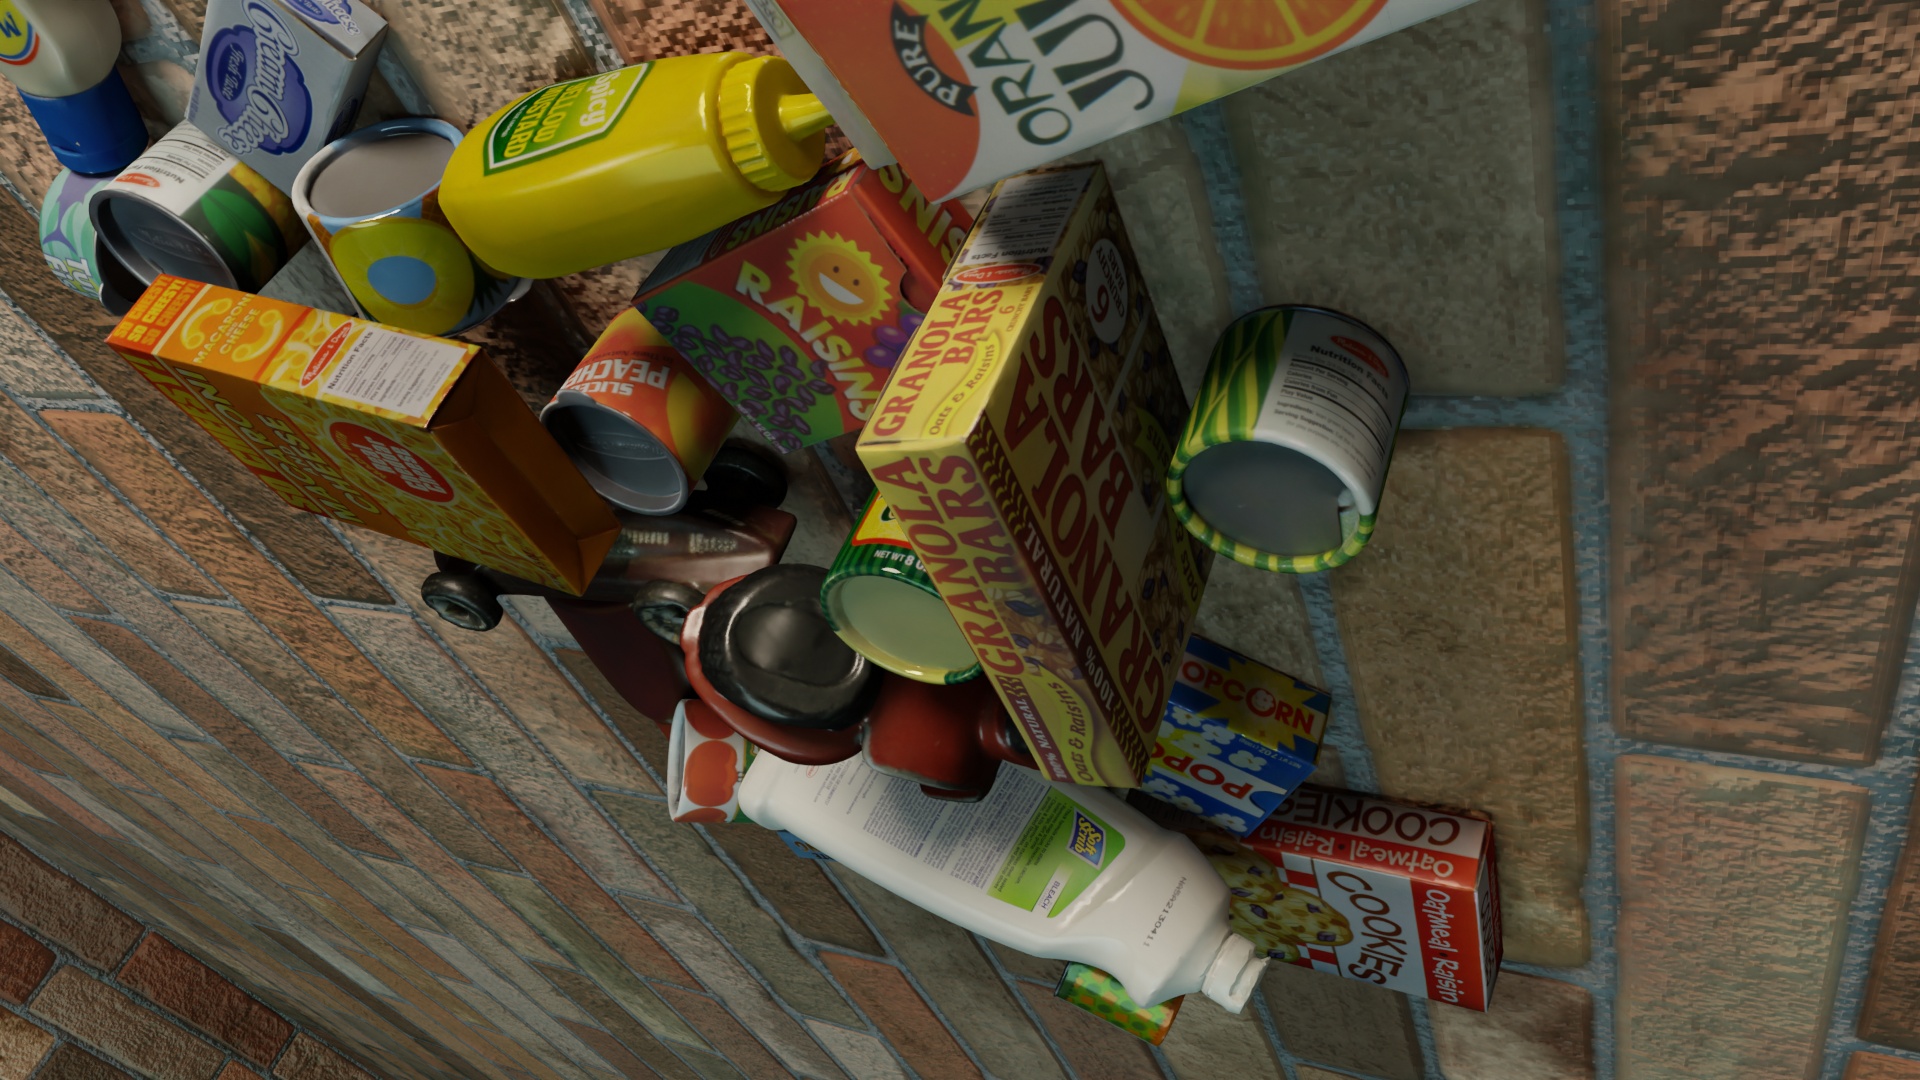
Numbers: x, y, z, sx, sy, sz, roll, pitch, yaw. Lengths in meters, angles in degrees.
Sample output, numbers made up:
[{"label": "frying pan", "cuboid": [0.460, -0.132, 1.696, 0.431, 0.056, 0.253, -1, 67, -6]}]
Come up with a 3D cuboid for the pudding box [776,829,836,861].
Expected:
[{"label": "pudding box", "cuboid": [-0.062, 0.164, 0.822, 0.083, 0.050, 0.030, -2, 136, 34]}]

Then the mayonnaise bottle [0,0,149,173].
[{"label": "mayonnaise bottle", "cuboid": [-0.353, -0.207, 0.520, 0.065, 0.041, 0.147, 17, 145, 9]}]

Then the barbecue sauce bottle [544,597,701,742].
[{"label": "barbecue sauce bottle", "cuboid": [-0.170, 0.066, 0.767, 0.065, 0.044, 0.147, 7, 142, 23]}]

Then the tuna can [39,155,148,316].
[{"label": "tuna can", "cuboid": [-0.357, -0.131, 0.599, 0.033, 0.071, 0.070, 17, 145, 14]}]

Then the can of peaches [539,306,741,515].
[{"label": "can of peaches", "cuboid": [-0.128, -0.055, 0.564, 0.071, 0.058, 0.071, 18, 145, 13]}]

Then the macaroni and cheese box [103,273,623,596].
[{"label": "macaroni and cheese box", "cuboid": [-0.236, -0.042, 0.561, 0.166, 0.040, 0.123, 15, 153, 22]}]

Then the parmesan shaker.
[{"label": "parmesan shaker", "cuboid": [0.002, -0.006, 0.505, 0.071, 0.103, 0.071, 17, 145, 12]}]

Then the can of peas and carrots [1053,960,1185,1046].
[{"label": "can of peas and carrots", "cuboid": [0.088, 0.213, 0.709, 0.059, 0.071, 0.070, 24, 146, 10]}]

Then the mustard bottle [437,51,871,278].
[{"label": "mustard bottle", "cuboid": [-0.094, -0.126, 0.447, 0.160, 0.065, 0.048, -5, 141, 29]}]

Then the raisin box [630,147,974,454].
[{"label": "raisin box", "cuboid": [-0.045, -0.083, 0.491, 0.123, 0.040, 0.086, -13, 129, 42]}]

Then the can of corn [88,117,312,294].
[{"label": "can of corn", "cuboid": [-0.308, -0.133, 0.574, 0.071, 0.058, 0.070, 17, 145, 12]}]

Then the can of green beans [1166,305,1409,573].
[{"label": "can of green beans", "cuboid": [0.105, -0.031, 0.446, 0.071, 0.058, 0.071, 17, 145, 13]}]

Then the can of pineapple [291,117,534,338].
[{"label": "can of pineapple", "cuboid": [-0.205, -0.118, 0.524, 0.071, 0.071, 0.057, 12, 144, 19]}]

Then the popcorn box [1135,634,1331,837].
[{"label": "popcorn box", "cuboid": [0.088, 0.077, 0.620, 0.127, 0.038, 0.084, 24, 145, 3]}]

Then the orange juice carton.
[{"label": "orange juice carton", "cuboid": [0.026, -0.144, 0.333, 0.192, 0.073, 0.071, -9, 133, 41]}]

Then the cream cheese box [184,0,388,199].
[{"label": "cream cheese box", "cuboid": [-0.252, -0.173, 0.516, 0.053, 0.024, 0.103, 37, 144, -17]}]

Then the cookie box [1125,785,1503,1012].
[{"label": "cookie box", "cuboid": [0.175, 0.168, 0.685, 0.167, 0.040, 0.122, 6, 141, 28]}]

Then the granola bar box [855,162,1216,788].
[{"label": "granola bar box", "cuboid": [0.035, -0.017, 0.451, 0.039, 0.125, 0.165, 1, 139, 30]}]

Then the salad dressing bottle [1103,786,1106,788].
[{"label": "salad dressing bottle", "cuboid": [0.059, 0.166, 0.754, 0.064, 0.044, 0.146, 17, 144, 16]}]

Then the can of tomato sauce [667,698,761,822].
[{"label": "can of tomato sauce", "cuboid": [-0.112, 0.118, 0.752, 0.083, 0.071, 0.071, 5, 151, -19]}]
